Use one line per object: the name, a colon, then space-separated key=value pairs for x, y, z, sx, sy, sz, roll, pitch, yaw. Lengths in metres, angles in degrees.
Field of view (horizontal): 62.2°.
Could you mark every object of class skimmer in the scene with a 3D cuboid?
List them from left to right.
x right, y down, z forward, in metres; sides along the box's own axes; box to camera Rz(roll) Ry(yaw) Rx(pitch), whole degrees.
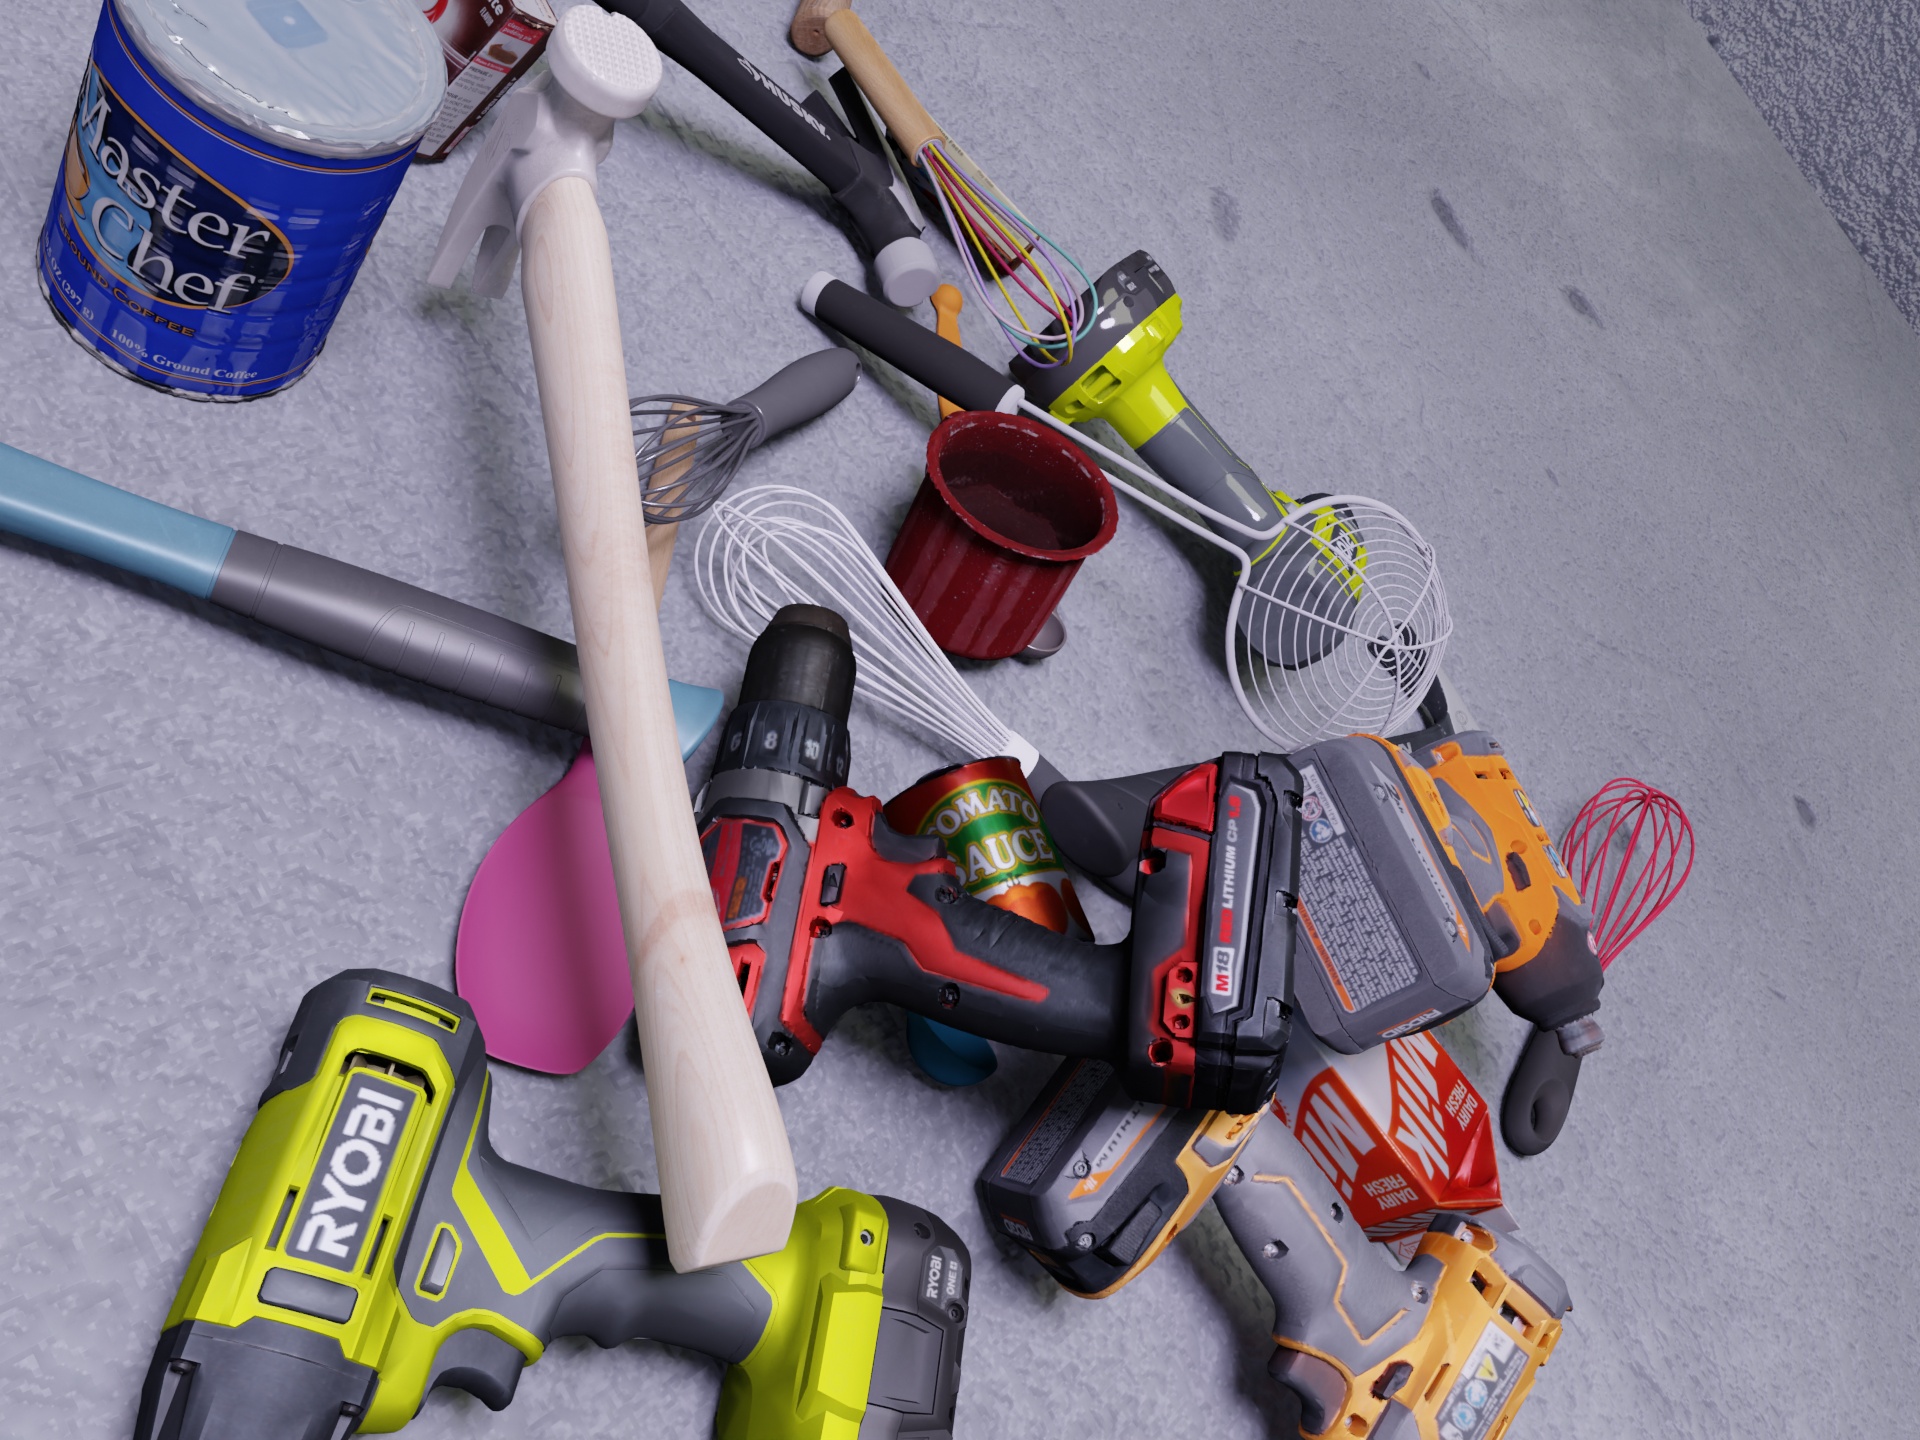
skimmer: x=0.076 y=-0.114 z=0.794 sx=0.363 sy=0.090 sz=0.127 roll=33 pitch=85 yaw=13

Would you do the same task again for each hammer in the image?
hammer: x=-0.237 y=-0.046 z=0.540 sx=0.330 sy=0.033 sz=0.128 roll=21 pitch=51 yaw=-23
hammer: x=-0.118 y=-0.029 z=0.529 sx=0.038 sy=0.146 sz=0.411 roll=3 pitch=65 yaw=-38
hammer: x=-0.129 y=-0.321 z=0.737 sx=0.334 sy=0.035 sz=0.146 roll=23 pitch=41 yaw=-53
hammer: x=-0.051 y=-0.528 z=0.972 sx=0.031 sy=0.130 sz=0.332 roll=29 pitch=57 yaw=-28
hammer: x=0.177 y=0.024 z=0.819 sx=0.408 sy=0.036 sz=0.149 roll=-7 pitch=66 yaw=-49

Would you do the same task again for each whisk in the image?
whisk: x=-0.095 y=-0.133 z=0.695 sx=0.055 sy=0.055 sz=0.239 roll=48 pitch=31 yaw=-5
whisk: x=-0.004 y=-0.280 z=0.817 sx=0.245 sy=0.051 sz=0.047 roll=58 pitch=16 yaw=17
whisk: x=-0.001 y=-0.003 z=0.707 sx=0.284 sy=0.070 sz=0.070 roll=40 pitch=45 yaw=-19
whisk: x=0.364 y=0.134 z=0.919 sx=0.073 sy=0.073 sz=0.296 roll=45 pitch=51 yaw=-7

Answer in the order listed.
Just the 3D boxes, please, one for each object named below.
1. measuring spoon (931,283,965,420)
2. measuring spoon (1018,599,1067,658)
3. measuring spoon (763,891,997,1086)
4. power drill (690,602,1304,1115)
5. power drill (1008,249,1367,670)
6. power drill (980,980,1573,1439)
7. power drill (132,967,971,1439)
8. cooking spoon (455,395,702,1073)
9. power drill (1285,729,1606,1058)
measuring spoon: x=-0.002 y=-0.191 z=0.853 sx=0.021 sy=0.011 sz=0.117 roll=16 pitch=55 yaw=-32
measuring spoon: x=0.045 y=-0.069 z=0.816 sx=0.034 sy=0.018 sz=0.124 roll=28 pitch=41 yaw=-4
measuring spoon: x=-0.041 y=0.104 z=0.631 sx=0.128 sy=0.021 sz=0.042 roll=39 pitch=11 yaw=-2
power drill: x=0.007 y=0.047 z=0.582 sx=0.227 sy=0.080 sz=0.188 roll=4 pitch=63 yaw=9
power drill: x=0.143 y=-0.148 z=0.890 sx=0.228 sy=0.080 sz=0.191 roll=48 pitch=28 yaw=-6
power drill: x=0.114 y=0.232 z=0.616 sx=0.226 sy=0.084 sz=0.185 roll=43 pitch=70 yaw=-8
power drill: x=-0.116 y=0.191 z=0.474 sx=0.223 sy=0.080 sz=0.171 roll=26 pitch=50 yaw=-20
cooking spoon: x=-0.135 y=-0.013 z=0.626 sx=0.068 sy=0.017 sz=0.319 roll=22 pitch=52 yaw=-22
power drill: x=0.220 y=0.084 z=0.715 sx=0.226 sy=0.084 sz=0.164 roll=2 pitch=59 yaw=-53
